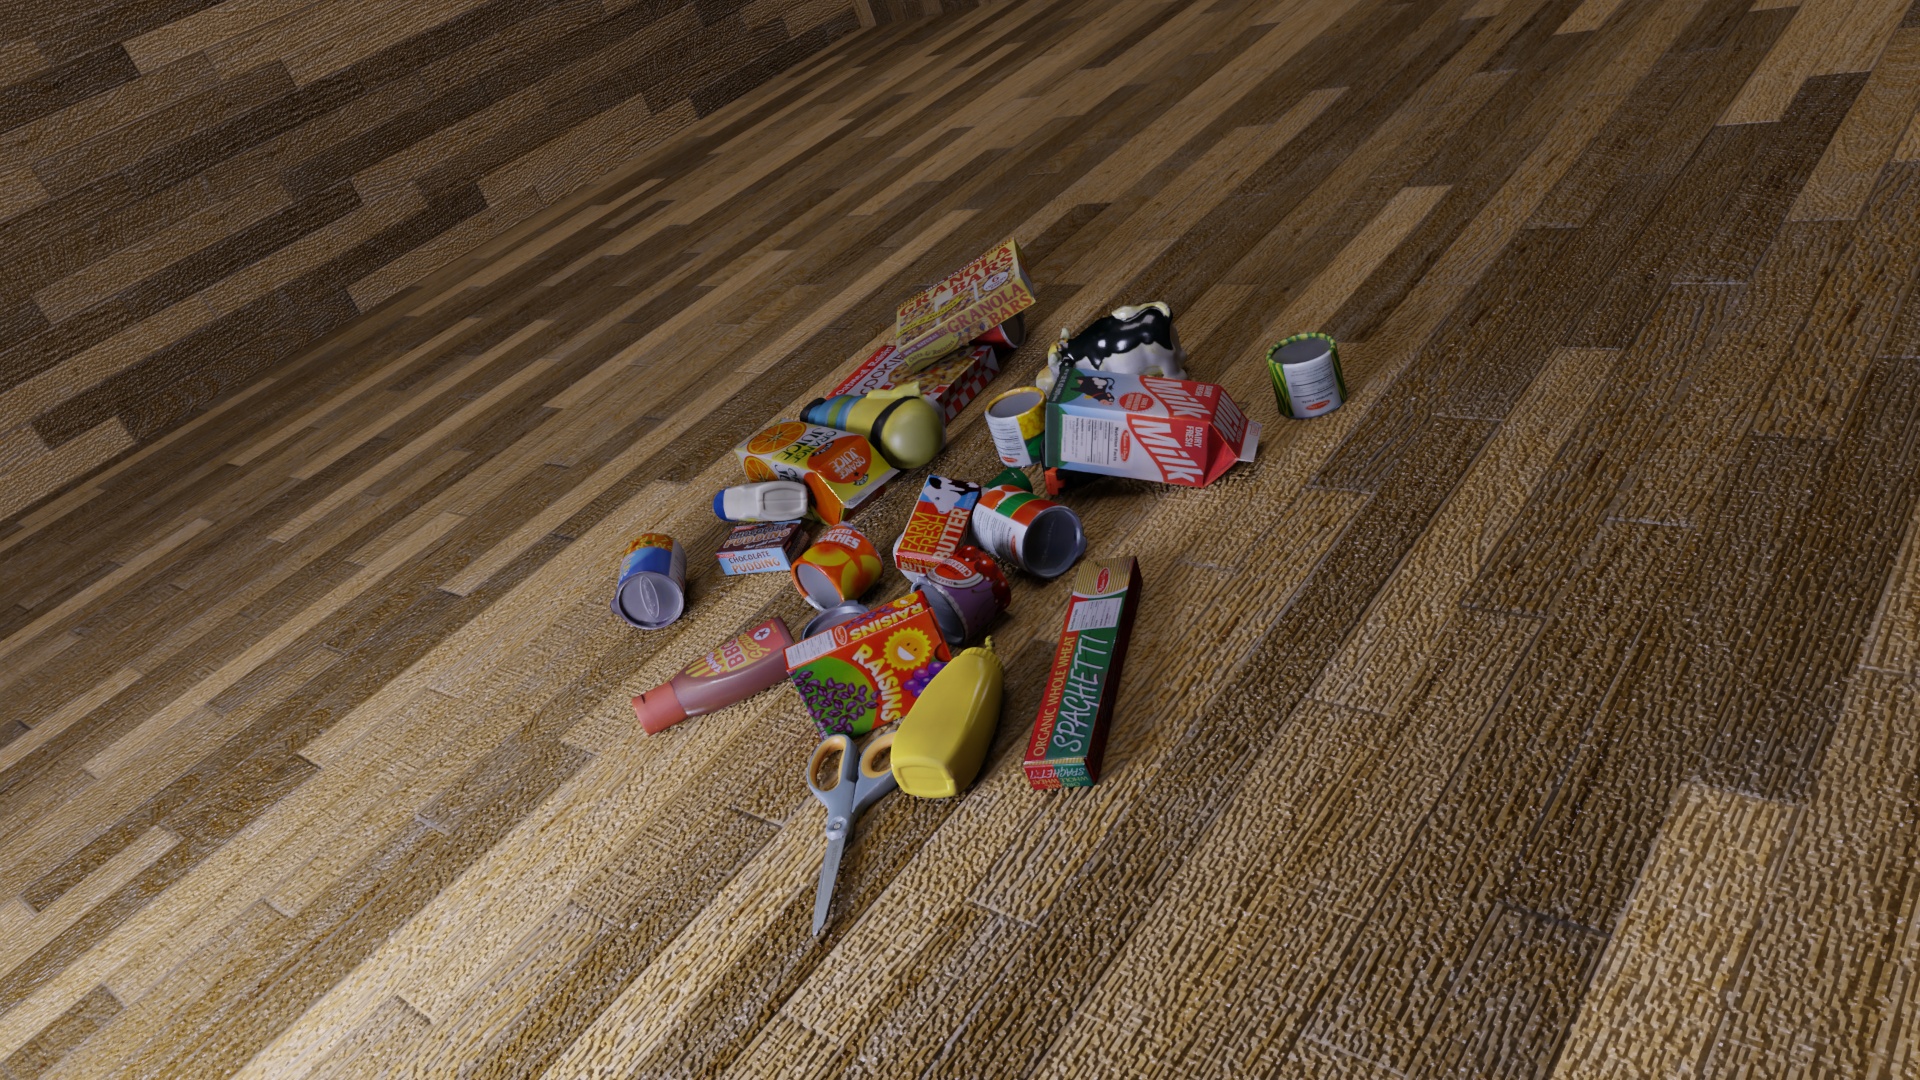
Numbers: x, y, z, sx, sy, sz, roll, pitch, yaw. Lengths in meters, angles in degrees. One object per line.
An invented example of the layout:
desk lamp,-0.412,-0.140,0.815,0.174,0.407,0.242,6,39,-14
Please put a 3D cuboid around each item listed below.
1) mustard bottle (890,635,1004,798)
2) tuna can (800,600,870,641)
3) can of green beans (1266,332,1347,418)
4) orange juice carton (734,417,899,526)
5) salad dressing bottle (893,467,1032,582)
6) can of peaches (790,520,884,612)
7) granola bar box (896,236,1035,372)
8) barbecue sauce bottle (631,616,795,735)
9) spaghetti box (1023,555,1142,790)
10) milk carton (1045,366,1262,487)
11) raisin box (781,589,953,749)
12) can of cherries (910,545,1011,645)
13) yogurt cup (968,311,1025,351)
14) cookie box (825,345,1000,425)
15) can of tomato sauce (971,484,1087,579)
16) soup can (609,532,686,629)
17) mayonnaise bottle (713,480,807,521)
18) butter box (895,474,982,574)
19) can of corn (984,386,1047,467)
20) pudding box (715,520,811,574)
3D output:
mustard bottle,0.001,0.128,1.067,0.065,0.048,0.161,-1,34,27
tuna can,-0.103,0.086,1.218,0.071,0.032,0.071,-16,30,9
can of green beans,0.328,-0.157,1.318,0.071,0.057,0.071,-16,30,9
orange juice carton,-0.148,-0.070,1.463,0.072,0.072,0.193,-38,34,-29
salad dressing bottle,0.005,-0.016,1.306,0.148,0.043,0.064,-37,40,-26
can of peaches,-0.115,0.026,1.286,0.071,0.071,0.058,10,43,42
granola bar box,0.004,-0.274,1.614,0.165,0.039,0.125,-29,30,15
barbecue sauce bottle,-0.213,0.122,1.218,0.149,0.043,0.065,-27,31,-9
spaghetti box,0.099,0.096,1.077,0.050,0.028,0.251,-8,32,22
milk carton,0.179,-0.103,1.283,0.191,0.073,0.073,9,37,14
raisin box,-0.069,0.103,1.115,0.123,0.085,0.040,-23,28,-3
can of cherries,0.000,0.044,1.182,0.058,0.071,0.071,-37,33,-26
yogurt cup,0.039,-0.257,1.662,0.054,0.072,0.073,-14,29,29
cookie box,-0.056,-0.181,1.622,0.167,0.040,0.123,6,39,37
can of tomato sauce,0.061,-0.009,1.239,0.071,0.071,0.083,-33,31,-20
soup can,-0.311,0.040,1.391,0.071,0.071,0.084,-20,29,2
mayonnaise bottle,-0.216,-0.039,1.455,0.065,0.041,0.148,-3,1,-31
butter box,-0.019,-0.013,1.257,0.053,0.024,0.104,11,49,12
can of corn,0.065,-0.118,1.421,0.071,0.058,0.071,-16,30,10
pudding box,-0.200,0.007,1.412,0.083,0.030,0.050,-5,33,26
